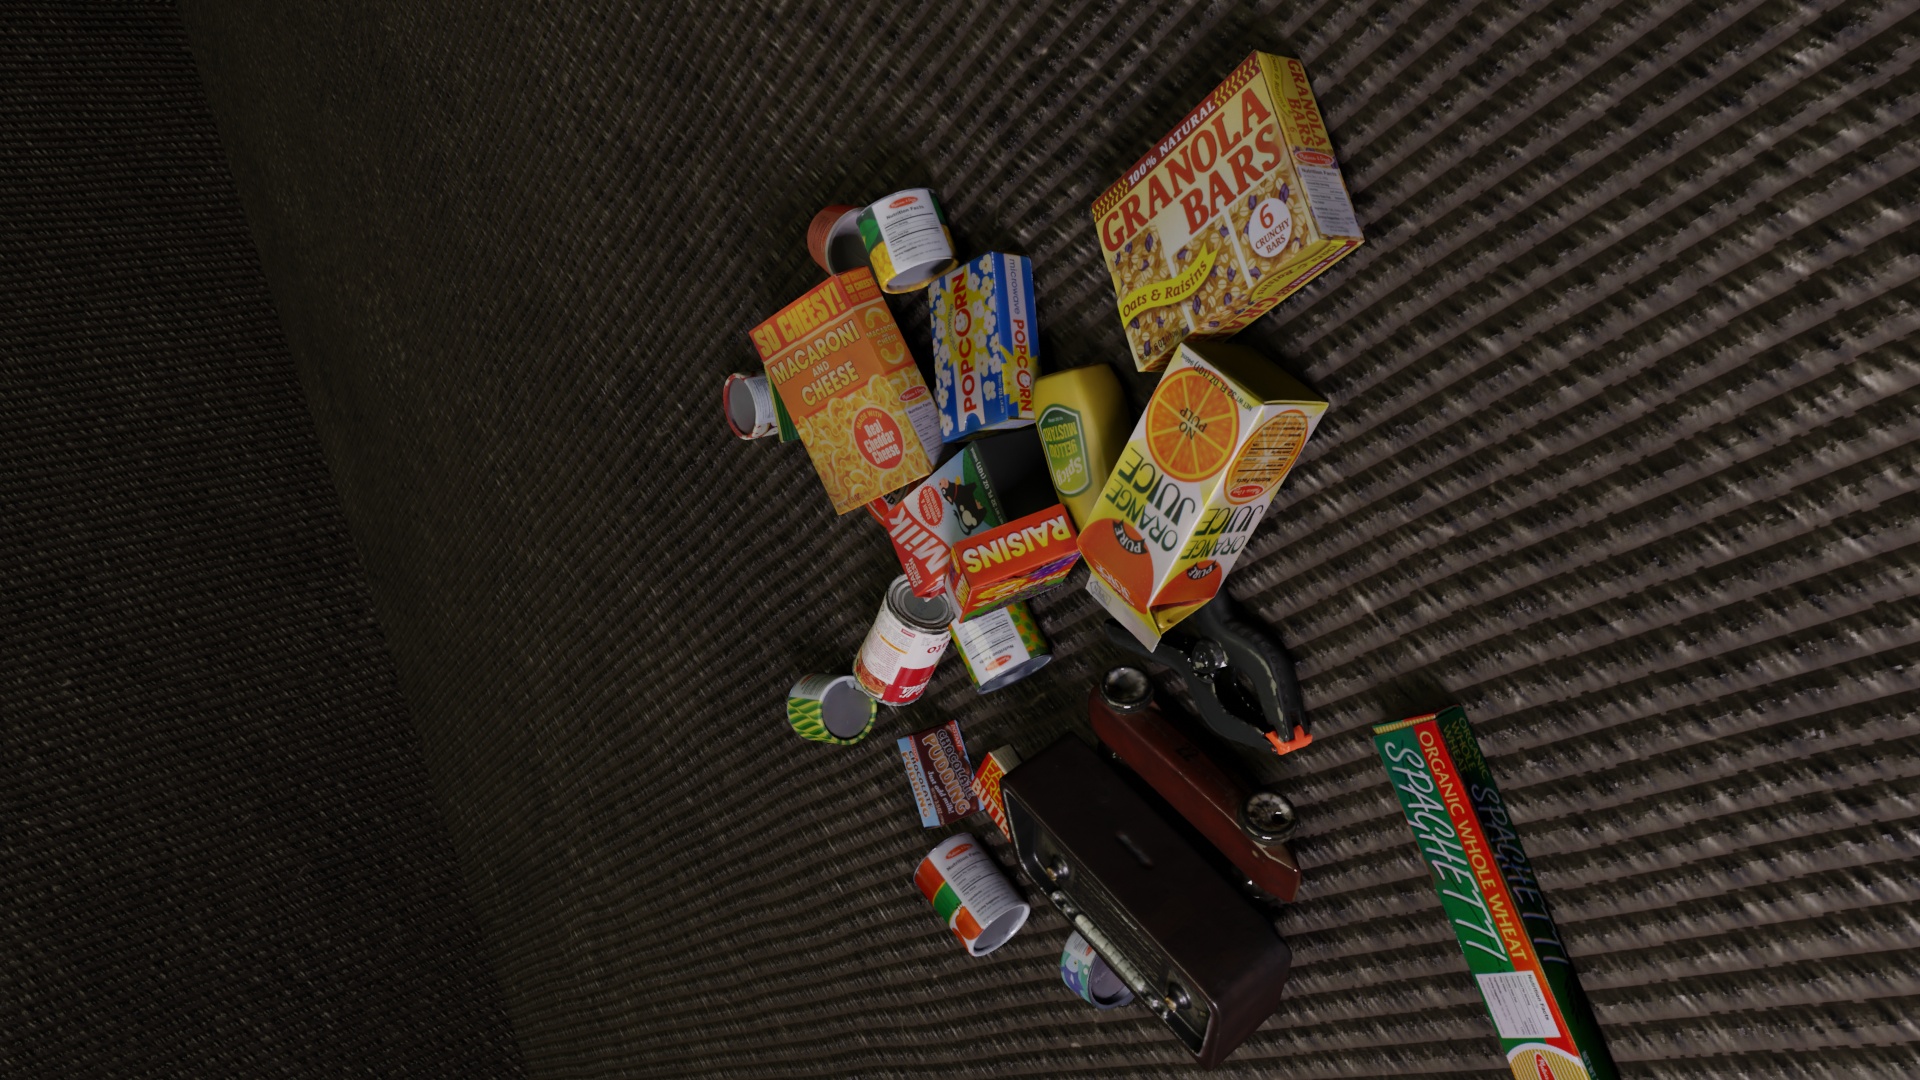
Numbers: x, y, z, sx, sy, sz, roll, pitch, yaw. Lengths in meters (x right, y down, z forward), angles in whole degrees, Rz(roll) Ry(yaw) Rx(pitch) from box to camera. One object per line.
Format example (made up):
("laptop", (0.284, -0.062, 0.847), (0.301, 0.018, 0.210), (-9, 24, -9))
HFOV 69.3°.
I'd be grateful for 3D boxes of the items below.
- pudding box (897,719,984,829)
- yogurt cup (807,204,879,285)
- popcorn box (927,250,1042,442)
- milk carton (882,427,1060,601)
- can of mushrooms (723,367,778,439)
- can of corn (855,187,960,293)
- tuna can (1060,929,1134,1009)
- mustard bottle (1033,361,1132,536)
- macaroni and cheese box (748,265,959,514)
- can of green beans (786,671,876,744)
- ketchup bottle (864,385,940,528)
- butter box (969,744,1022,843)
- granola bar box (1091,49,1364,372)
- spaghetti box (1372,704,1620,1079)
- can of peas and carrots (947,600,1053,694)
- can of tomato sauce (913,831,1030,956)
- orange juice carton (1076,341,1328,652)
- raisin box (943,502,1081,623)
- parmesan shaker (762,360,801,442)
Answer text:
("pudding box", (-0.017, 0.203, 1.210), (0.030, 0.050, 0.083), (-24, 83, 55))
("yogurt cup", (-0.090, -0.243, 1.136), (0.054, 0.072, 0.072), (36, 130, 51))
("popcorn box", (0.018, -0.142, 1.030), (0.085, 0.038, 0.127), (-14, 79, 53))
("milk carton", (0.004, -0.014, 1.084), (0.189, 0.074, 0.072), (-36, 73, 52))
("can of mushrooms", (-0.201, -0.132, 1.348), (0.071, 0.033, 0.070), (23, 121, 46))
("can of corn", (-0.040, -0.230, 1.073), (0.071, 0.071, 0.058), (-29, 79, 53))
("tuna can", (0.112, 0.325, 1.070), (0.033, 0.071, 0.070), (20, 118, 49))
("mustard bottle", (0.095, -0.043, 0.973), (0.065, 0.049, 0.160), (-11, 93, 56))
("macaroni and cheese box", (-0.085, -0.116, 1.100), (0.123, 0.040, 0.166), (-22, 96, 45))
("can of green beans", (-0.122, 0.159, 1.318), (0.057, 0.071, 0.071), (-3, 100, 53))
("ketchup bottle", (-0.035, -0.073, 1.140), (0.065, 0.044, 0.148), (58, 140, 17))
("butter box", (0.052, 0.223, 1.147), (0.104, 0.024, 0.052), (51, 137, 29))
("granola bar box", (0.152, -0.191, 0.835), (0.165, 0.039, 0.124), (-35, 63, 52))
("spaghetti box", (0.310, 0.217, 0.799), (0.050, 0.029, 0.250), (-31, 77, 53))
("can of peas and carrots", (0.032, 0.080, 1.090), (0.070, 0.071, 0.059), (-45, 66, 50))
("can of tomato sauce", (0.010, 0.306, 1.197), (0.083, 0.071, 0.070), (46, 135, 32))
("orange juice carton", (0.140, -0.024, 0.870), (0.072, 0.073, 0.191), (45, 123, 34))
("raisin box", (0.035, 0.019, 1.005), (0.123, 0.086, 0.040), (106, 143, -75))
("parmesan shaker", (-0.137, -0.144, 1.235), (0.071, 0.071, 0.103), (-4, 100, 53))
